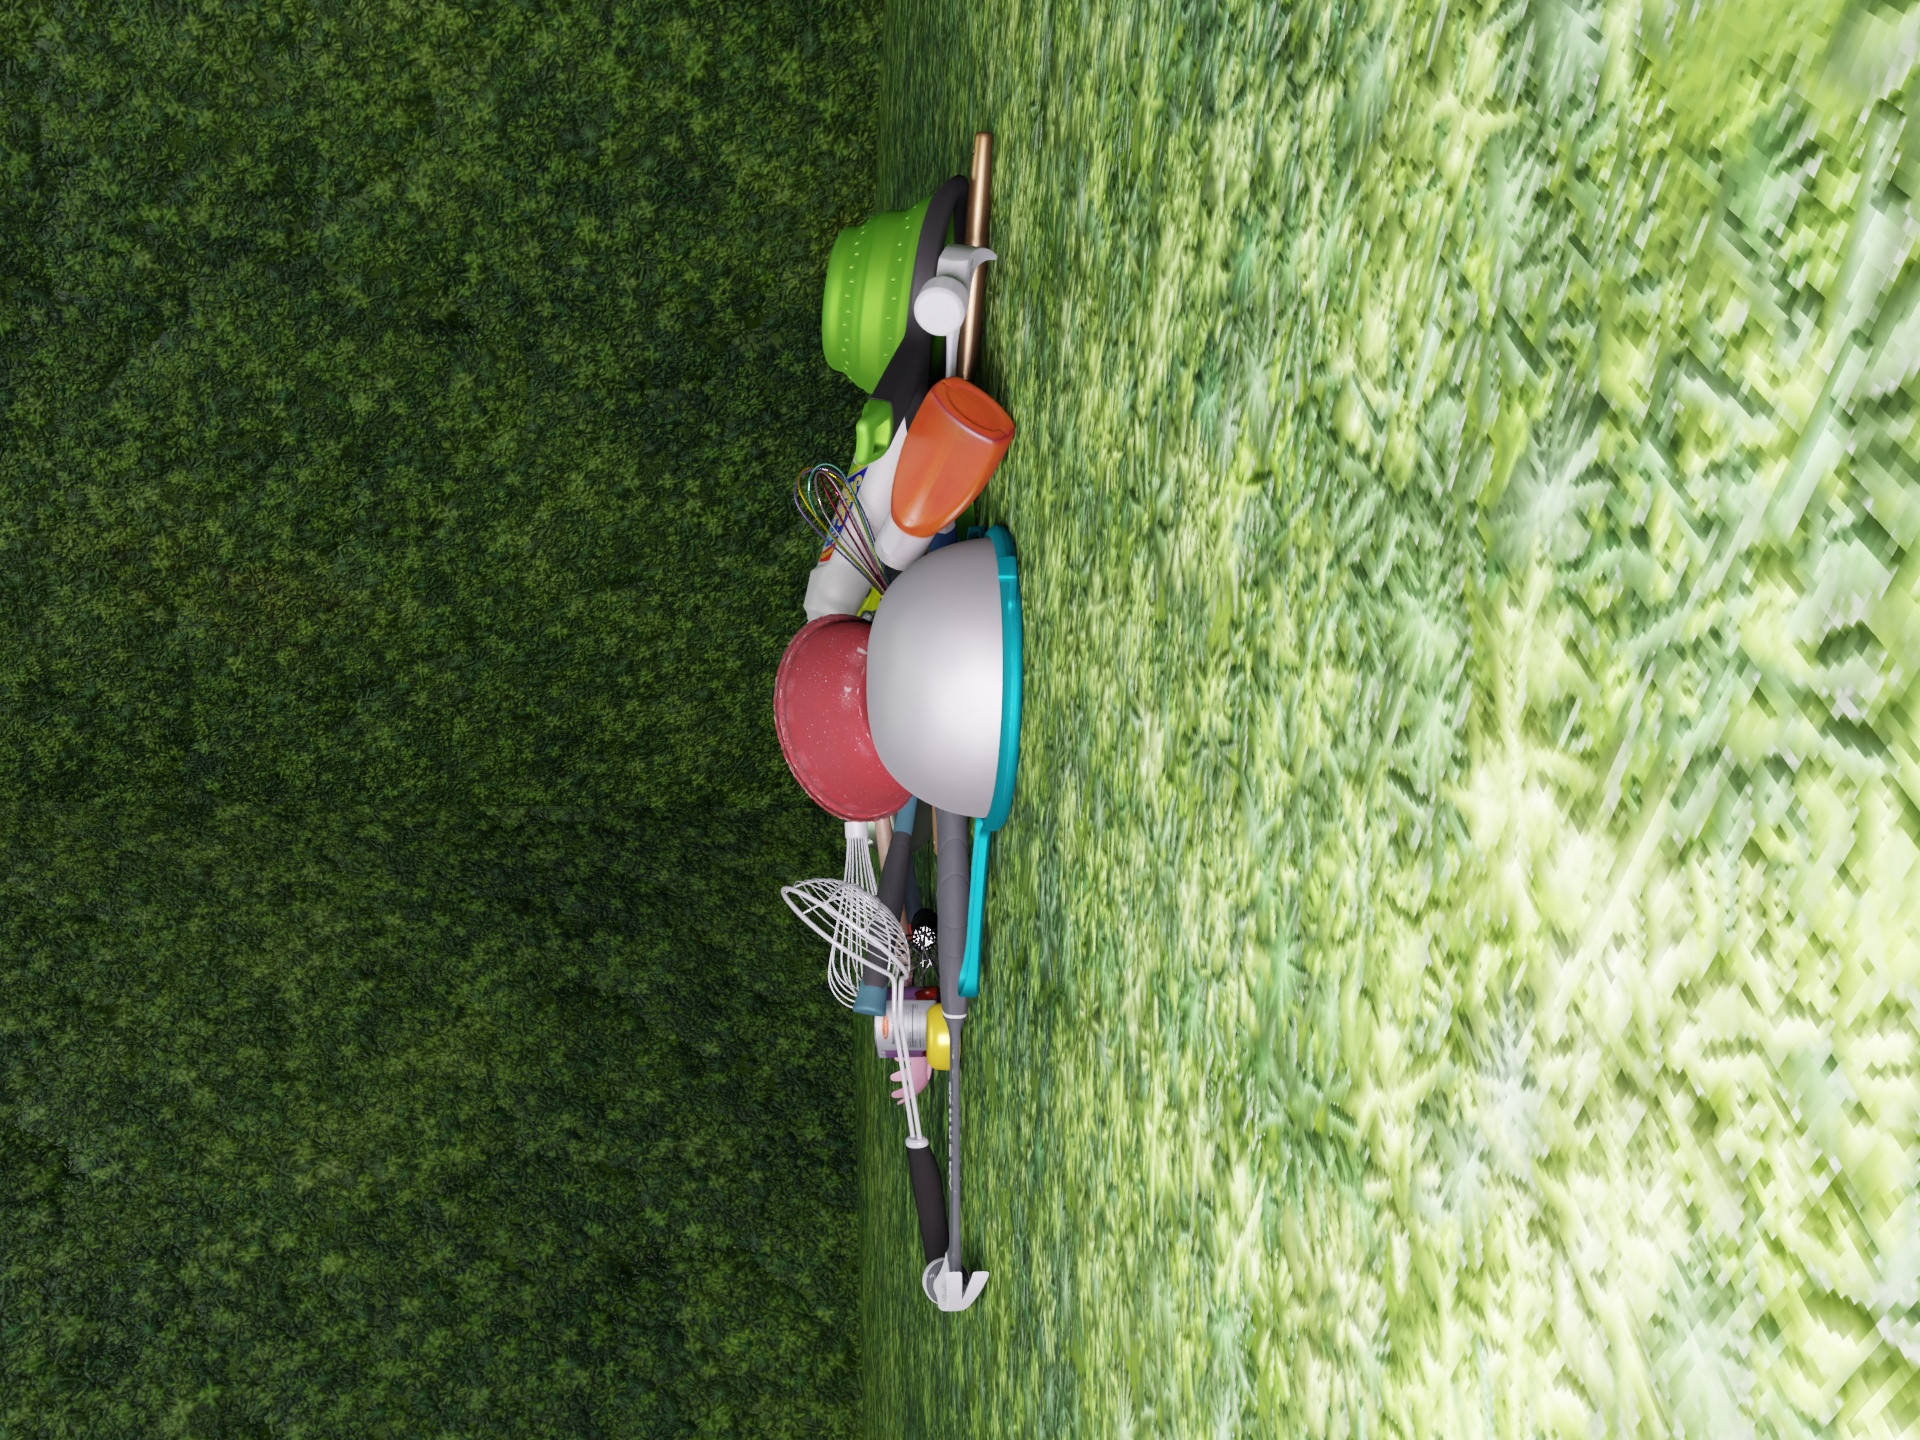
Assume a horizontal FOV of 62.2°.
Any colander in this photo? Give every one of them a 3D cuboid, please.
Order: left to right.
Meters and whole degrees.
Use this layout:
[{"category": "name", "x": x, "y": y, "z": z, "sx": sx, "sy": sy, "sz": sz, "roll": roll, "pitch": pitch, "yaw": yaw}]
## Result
[{"category": "colander", "x": -0.065, "y": -0.282, "z": 1.173, "sx": 0.397, "sy": 0.094, "sz": 0.204, "roll": -74, "pitch": -9, "yaw": -57}]

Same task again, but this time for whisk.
[{"category": "whisk", "x": -0.098, "y": 0.138, "z": 1.538, "sx": 0.070, "sy": 0.070, "sz": 0.285, "roll": 134, "pitch": 132, "yaw": -82}, {"category": "whisk", "x": -0.072, "y": -0.133, "z": 1.429, "sx": 0.245, "sy": 0.051, "sz": 0.047, "roll": 57, "pitch": -160, "yaw": 12}, {"category": "whisk", "x": -0.031, "y": 0.202, "z": 1.456, "sx": 0.239, "sy": 0.055, "sz": 0.055, "roll": -109, "pitch": 20, "yaw": -87}]

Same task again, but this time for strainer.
[{"category": "strainer", "x": -0.020, "y": 0.032, "z": 1.109, "sx": 0.211, "sy": 0.095, "sz": 0.340, "roll": -114, "pitch": 26, "yaw": -76}]

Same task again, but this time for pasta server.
[{"category": "pasta server", "x": -0.065, "y": 0.227, "z": 1.583, "sx": 0.060, "sy": 0.040, "sz": 0.316, "roll": -45, "pitch": -52, "yaw": -78}]

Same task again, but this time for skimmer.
[{"category": "skimmer", "x": -0.072, "y": 0.304, "z": 1.334, "sx": 0.127, "sy": 0.090, "sz": 0.363, "roll": 0, "pitch": 101, "yaw": 60}]

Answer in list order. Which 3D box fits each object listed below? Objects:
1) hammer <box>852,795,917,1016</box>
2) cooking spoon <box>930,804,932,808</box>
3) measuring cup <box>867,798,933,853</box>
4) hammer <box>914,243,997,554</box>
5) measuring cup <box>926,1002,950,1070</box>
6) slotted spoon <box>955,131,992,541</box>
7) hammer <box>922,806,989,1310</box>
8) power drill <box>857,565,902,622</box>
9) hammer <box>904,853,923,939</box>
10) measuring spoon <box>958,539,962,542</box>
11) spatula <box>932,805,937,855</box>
[{"category": "hammer", "x": -0.057, "y": 0.123, "z": 1.495, "sx": 0.128, "sy": 0.033, "sz": 0.331, "roll": 102, "pitch": 178, "yaw": -60}, {"category": "cooking spoon", "x": -0.073, "y": -0.048, "z": 1.693, "sx": 0.068, "sy": 0.017, "sz": 0.319, "roll": 125, "pitch": 132, "yaw": -66}, {"category": "measuring cup", "x": -0.081, "y": 0.062, "z": 1.595, "sx": 0.083, "sy": 0.038, "sz": 0.167, "roll": -49, "pitch": -61, "yaw": -44}, {"category": "hammer", "x": -0.009, "y": -0.161, "z": 1.203, "sx": 0.144, "sy": 0.035, "sz": 0.405, "roll": -74, "pitch": -10, "yaw": -51}, {"category": "measuring cup", "x": -0.020, "y": 0.269, "z": 1.387, "sx": 0.156, "sy": 0.029, "sz": 0.062, "roll": 144, "pitch": 126, "yaw": -83}, {"category": "slotted spoon", "x": 0.005, "y": -0.293, "z": 1.240, "sx": 0.070, "sy": 0.031, "sz": 0.313, "roll": -133, "pitch": 44, "yaw": -63}, {"category": "hammer", "x": -0.006, "y": 0.244, "z": 1.237, "sx": 0.149, "sy": 0.036, "sz": 0.409, "roll": 116, "pitch": 155, "yaw": -74}, {"category": "power drill", "x": -0.072, "y": -0.084, "z": 1.560, "sx": 0.171, "sy": 0.080, "sz": 0.223, "roll": -56, "pitch": 15, "yaw": 14}, {"category": "hammer", "x": -0.086, "y": 0.061, "z": 1.721, "sx": 0.143, "sy": 0.038, "sz": 0.387, "roll": 32, "pitch": -142, "yaw": -42}, {"category": "measuring spoon", "x": -0.001, "y": -0.140, "z": 1.346, "sx": 0.042, "sy": 0.021, "sz": 0.128, "roll": 52, "pitch": 139, "yaw": 40}, {"category": "spatula", "x": -0.028, "y": -0.012, "z": 1.381, "sx": 0.082, "sy": 0.044, "sz": 0.317, "roll": -118, "pitch": 24, "yaw": -56}]
